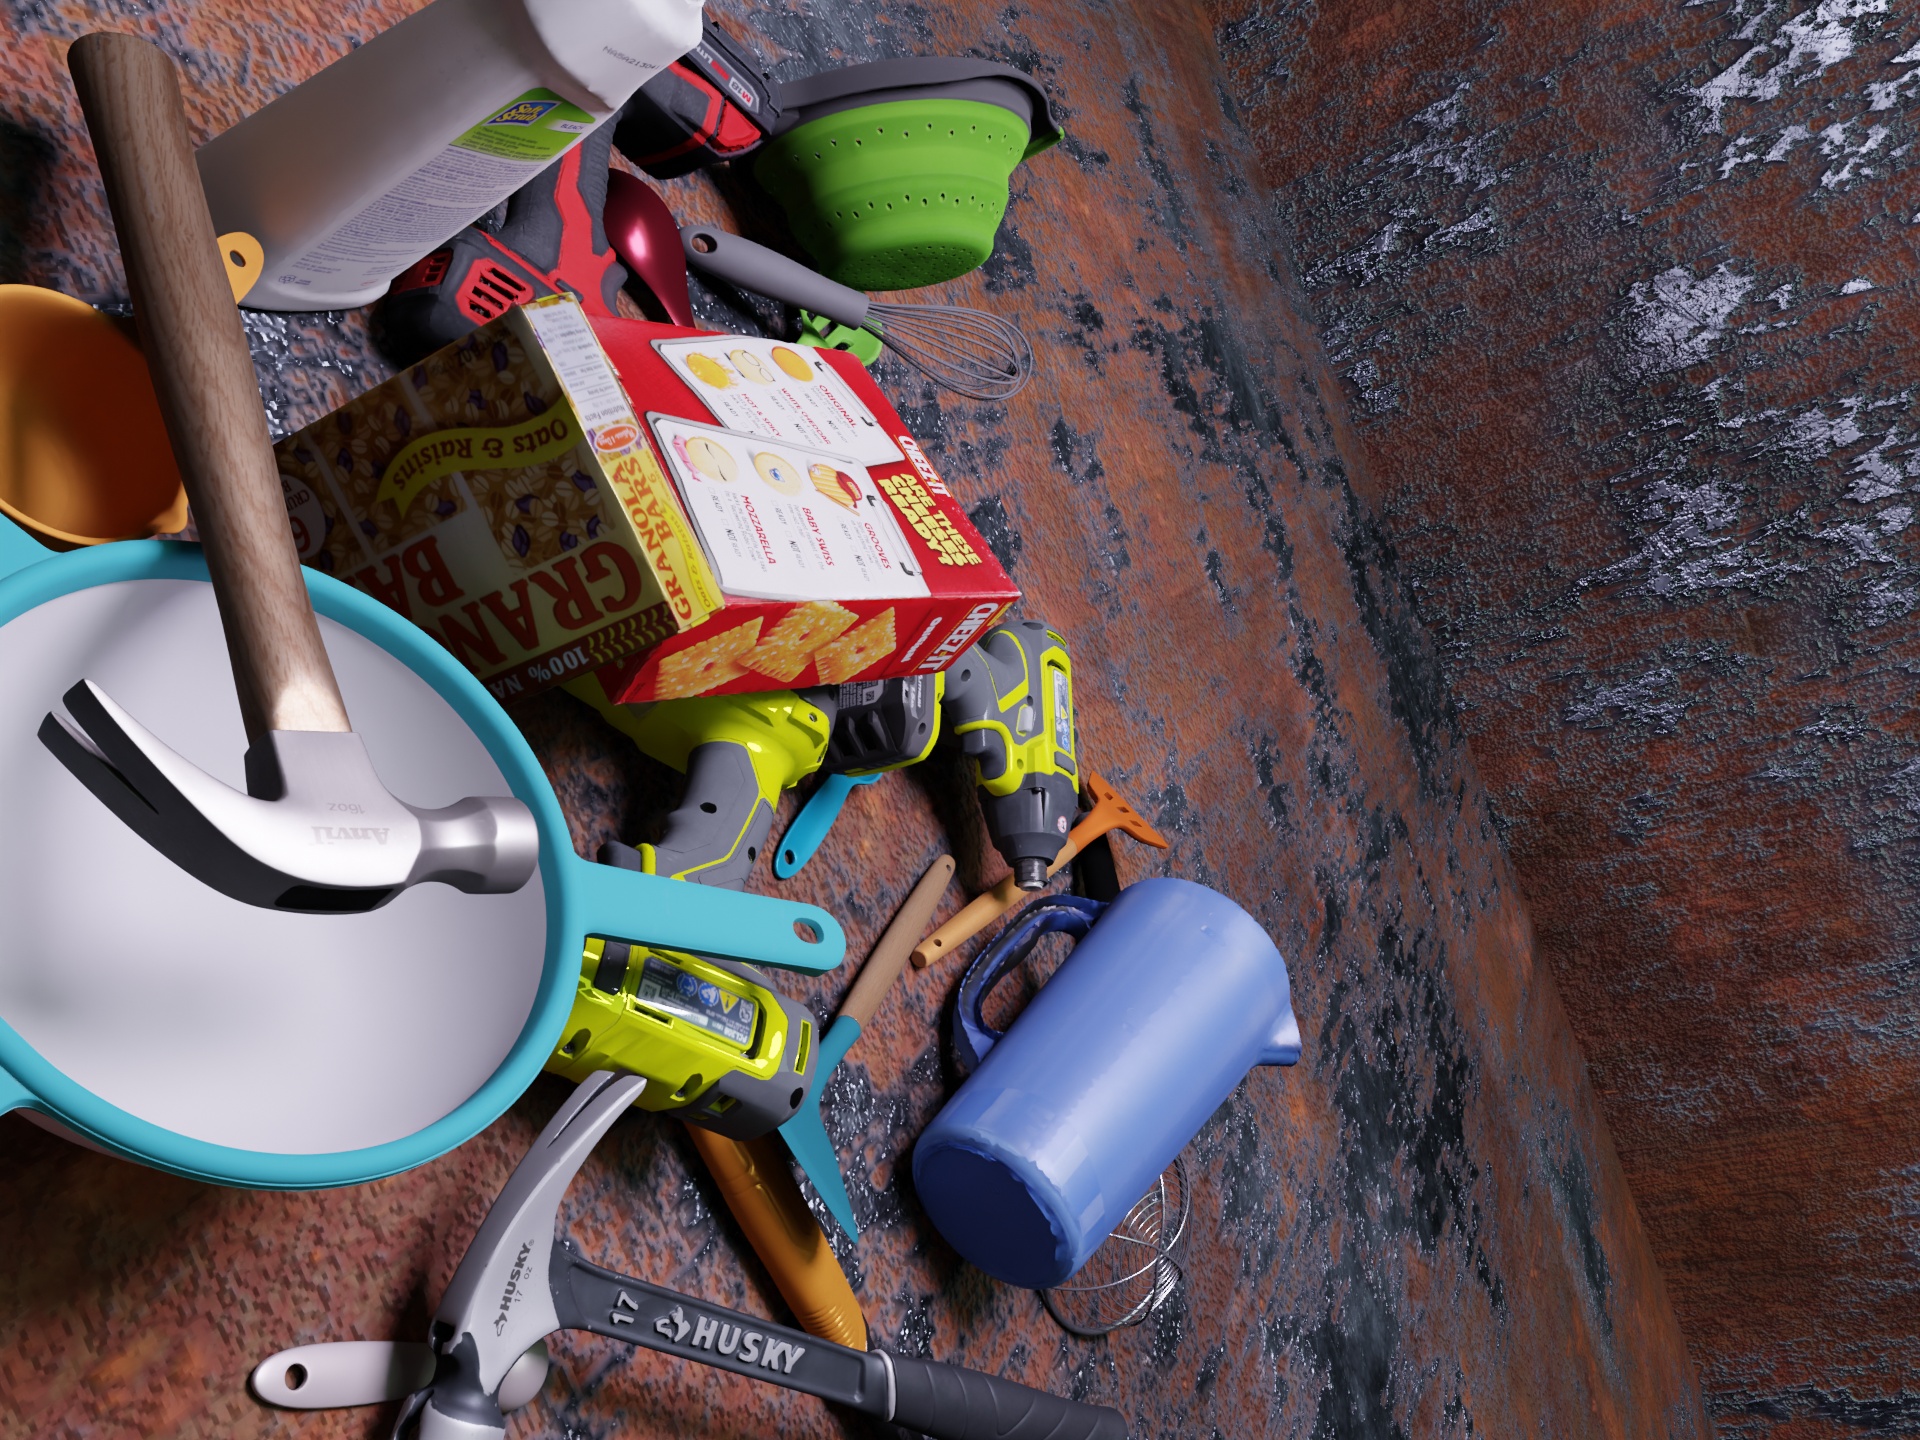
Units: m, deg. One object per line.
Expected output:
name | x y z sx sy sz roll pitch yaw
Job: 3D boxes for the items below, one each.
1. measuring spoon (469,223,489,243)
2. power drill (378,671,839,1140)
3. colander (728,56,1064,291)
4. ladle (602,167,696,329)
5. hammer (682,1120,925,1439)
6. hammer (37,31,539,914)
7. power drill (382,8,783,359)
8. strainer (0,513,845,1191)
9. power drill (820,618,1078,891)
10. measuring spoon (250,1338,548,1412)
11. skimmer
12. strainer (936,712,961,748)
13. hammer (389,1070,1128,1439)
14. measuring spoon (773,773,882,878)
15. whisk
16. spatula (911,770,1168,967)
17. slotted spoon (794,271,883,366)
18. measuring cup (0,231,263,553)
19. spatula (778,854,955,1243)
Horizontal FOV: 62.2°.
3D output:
measuring spoon | -0.226 -0.214 0.785 0.116 0.011 0.021 49 35 -30
power drill | -0.141 0.047 0.684 0.190 0.080 0.229 31 45 -27
colander | -0.098 -0.321 0.944 0.397 0.204 0.094 -8 90 -44
ladle | -0.135 -0.167 0.906 0.315 0.031 0.069 68 25 -10
hammer | -0.065 0.281 0.740 0.336 0.034 0.127 64 27 -13
hammer | -0.238 -0.092 0.506 0.130 0.031 0.331 4 57 -52
power drill | -0.173 -0.239 0.767 0.143 0.078 0.220 35 65 -43
strainer | -0.188 0.070 0.539 0.340 0.095 0.211 19 46 -46
power drill | -0.001 -0.003 0.936 0.223 0.080 0.171 31 52 -52
measuring spoon | -0.190 0.227 0.558 0.124 0.018 0.034 26 51 -53
skimmer | 0.087 0.219 1.067 0.127 0.090 0.364 37 31 -36
strainer | 0.016 0.014 1.057 0.258 0.050 0.087 17 63 -54
hammer | -0.047 0.276 0.683 0.408 0.036 0.149 37 61 -41
measuring spoon | -0.080 0.045 0.889 0.042 0.021 0.129 56 40 -23
whisk | -0.062 -0.255 0.981 0.238 0.055 0.055 17 54 -23
spatula | 0.056 0.099 1.062 0.081 0.041 0.322 46 35 11
slotted spoon | -0.105 -0.213 0.950 0.070 0.031 0.314 49 26 -13
measuring cup | -0.296 -0.117 0.545 0.095 0.052 0.174 53 30 -31
spatula | -0.042 0.147 0.846 0.082 0.044 0.318 60 25 -13
